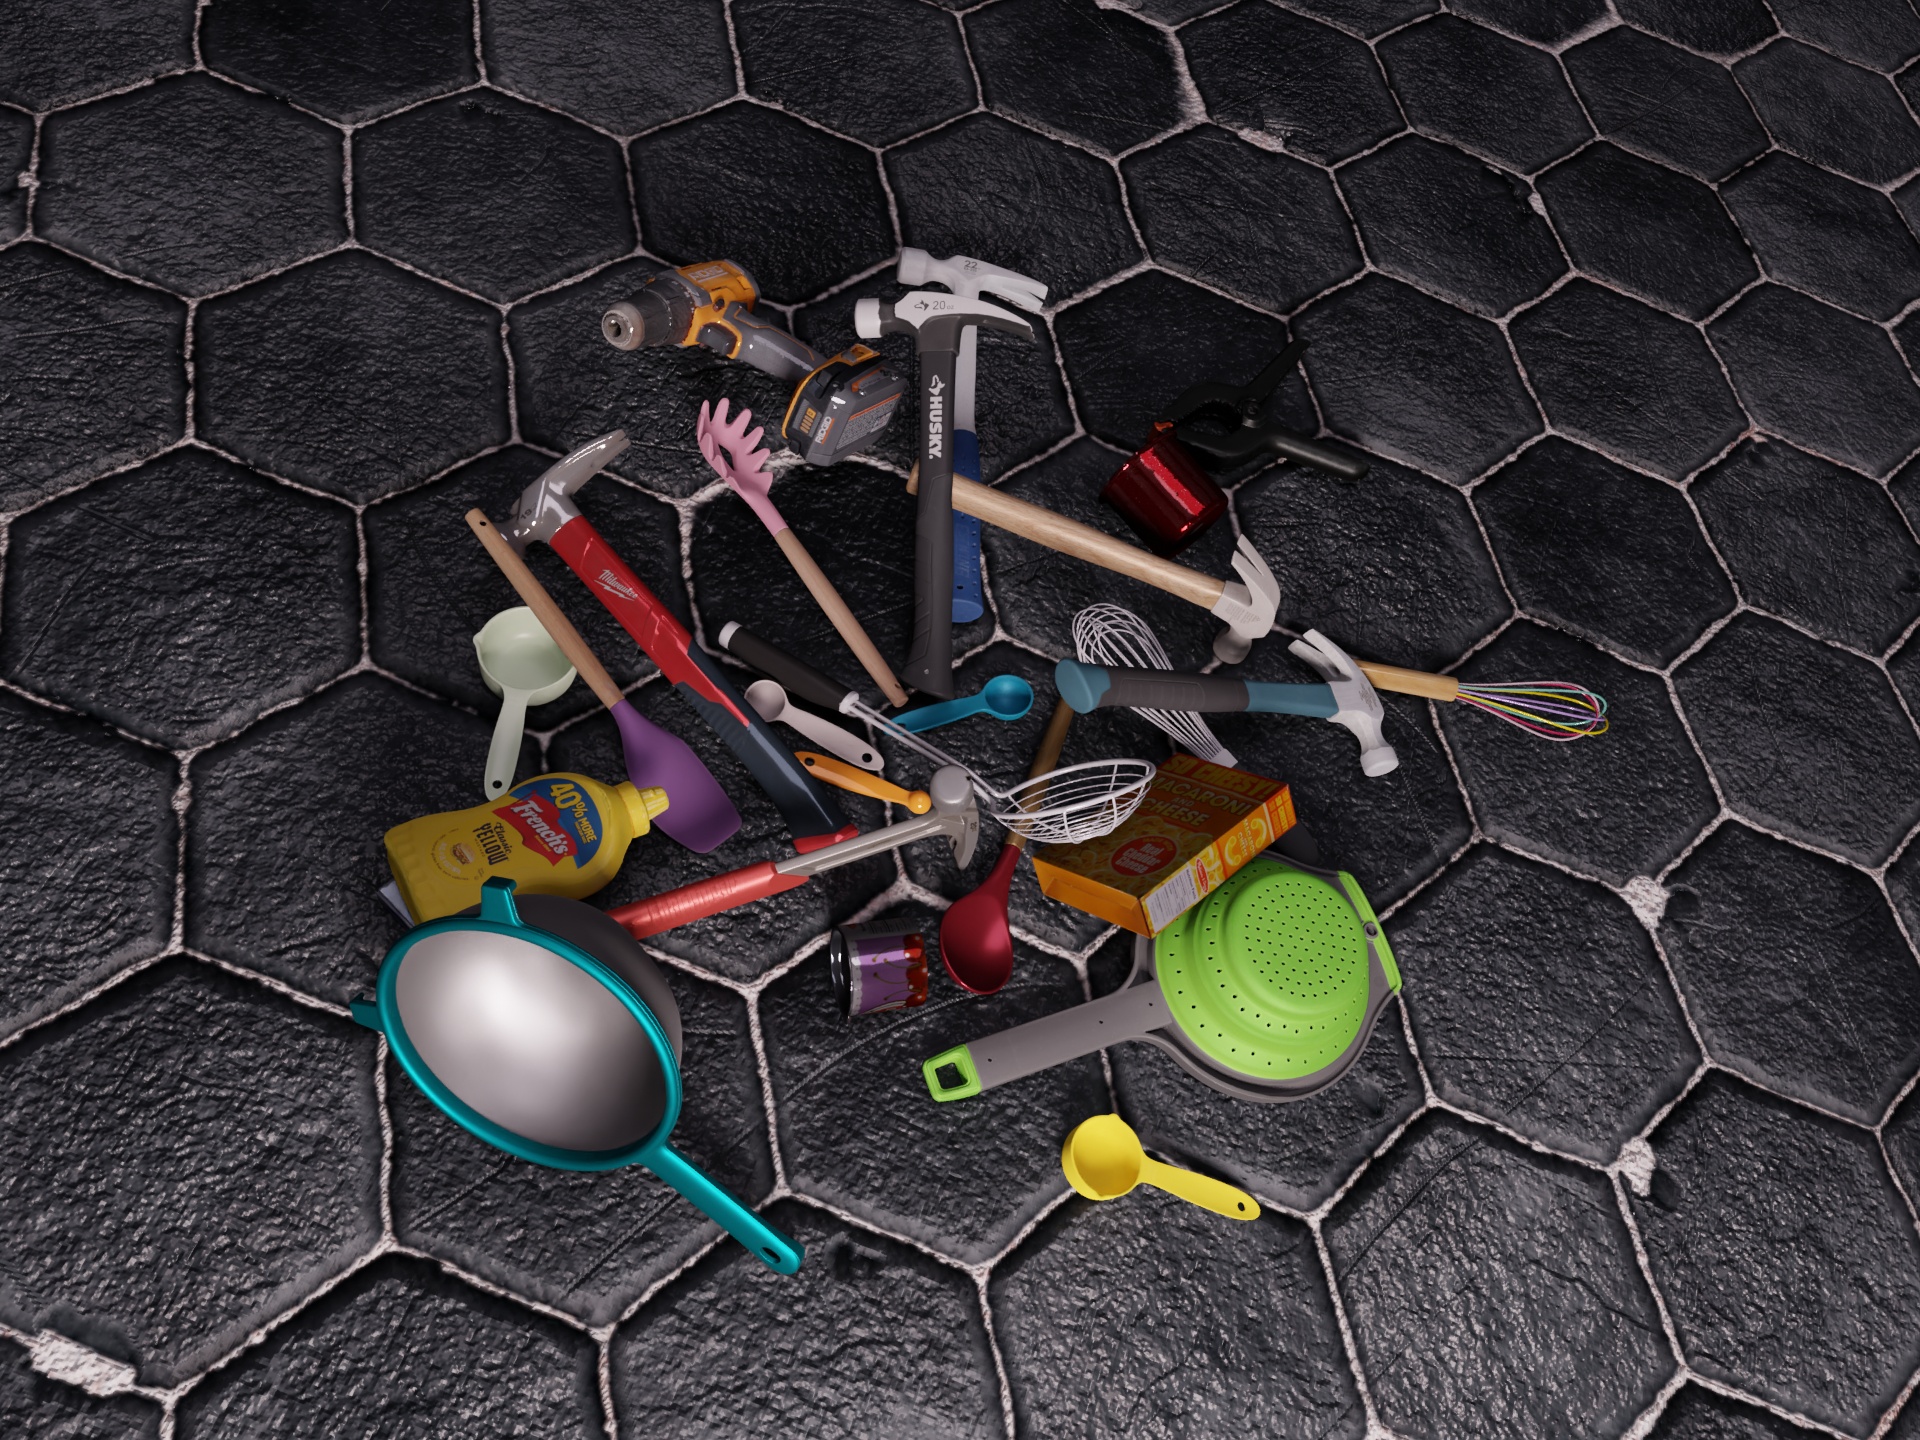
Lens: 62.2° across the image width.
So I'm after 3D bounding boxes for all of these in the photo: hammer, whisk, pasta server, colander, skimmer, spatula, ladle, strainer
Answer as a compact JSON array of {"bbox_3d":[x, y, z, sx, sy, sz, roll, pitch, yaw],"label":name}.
[{"bbox_3d":[-0.015,-0.184,1.299,0.146,0.035,0.335,0,86,8],"label":"hammer"},{"bbox_3d":[0.219,-0.020,1.299,0.330,0.033,0.128,3,61,-33],"label":"hammer"},{"bbox_3d":[0.460,-0.022,1.411,0.245,0.051,0.047,10,65,-5],"label":"whisk"},{"bbox_3d":[-0.132,-0.142,1.334,0.060,0.040,0.316,-18,66,-46],"label":"pasta server"},{"bbox_3d":[0.164,0.198,1.174,0.397,0.094,0.205,-15,70,-19],"label":"colander"},{"bbox_3d":[-0.026,-0.009,1.233,0.363,0.090,0.127,30,26,14],"label":"skimmer"},{"bbox_3d":[0.112,-0.148,1.341,0.331,0.130,0.031,22,58,-2],"label":"hammer"},{"bbox_3d":[-0.278,-0.032,1.207,0.060,0.018,0.316,-36,89,-29],"label":"spatula"},{"bbox_3d":[0.048,0.080,1.258,0.069,0.031,0.316,37,54,-19],"label":"ladle"},{"bbox_3d":[0.008,-0.267,1.441,0.144,0.035,0.406,7,60,-10],"label":"hammer"},{"bbox_3d":[-0.159,0.123,1.150,0.359,0.149,0.037,-18,66,-10],"label":"hammer"},{"bbox_3d":[-0.218,0.229,1.051,0.340,0.211,0.095,44,35,-13],"label":"strainer"},{"bbox_3d":[-0.204,-0.055,1.245,0.143,0.038,0.386,-42,79,-6],"label":"hammer"},{"bbox_3d":[0.194,0.013,1.320,0.070,0.070,0.285,-36,79,-28],"label":"whisk"}]

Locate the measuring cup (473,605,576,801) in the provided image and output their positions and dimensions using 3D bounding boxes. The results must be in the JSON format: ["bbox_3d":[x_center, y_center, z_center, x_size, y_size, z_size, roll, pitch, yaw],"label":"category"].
[{"bbox_3d":[-0.337,-0.008,1.208,0.083,0.038,0.168,9,61,-9],"label":"measuring cup"}]

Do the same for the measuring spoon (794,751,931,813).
[{"bbox_3d":[-0.078,0.047,1.254,0.117,0.011,0.021,20,58,-2],"label":"measuring spoon"}]

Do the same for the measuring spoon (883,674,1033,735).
[{"bbox_3d":[-0.002,-0.004,1.304,0.128,0.021,0.042,-15,57,-11],"label":"measuring spoon"}]

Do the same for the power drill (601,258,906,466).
[{"bbox_3d":[-0.181,-0.312,1.366,0.226,0.084,0.185,35,34,9],"label":"power drill"}]

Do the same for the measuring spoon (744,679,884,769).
[{"bbox_3d":[-0.117,0.008,1.268,0.124,0.018,0.034,29,77,-4],"label":"measuring spoon"}]

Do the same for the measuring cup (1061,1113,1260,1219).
[{"bbox_3d":[0.143,0.332,1.145,0.156,0.029,0.062,24,57,-14],"label":"measuring cup"}]
